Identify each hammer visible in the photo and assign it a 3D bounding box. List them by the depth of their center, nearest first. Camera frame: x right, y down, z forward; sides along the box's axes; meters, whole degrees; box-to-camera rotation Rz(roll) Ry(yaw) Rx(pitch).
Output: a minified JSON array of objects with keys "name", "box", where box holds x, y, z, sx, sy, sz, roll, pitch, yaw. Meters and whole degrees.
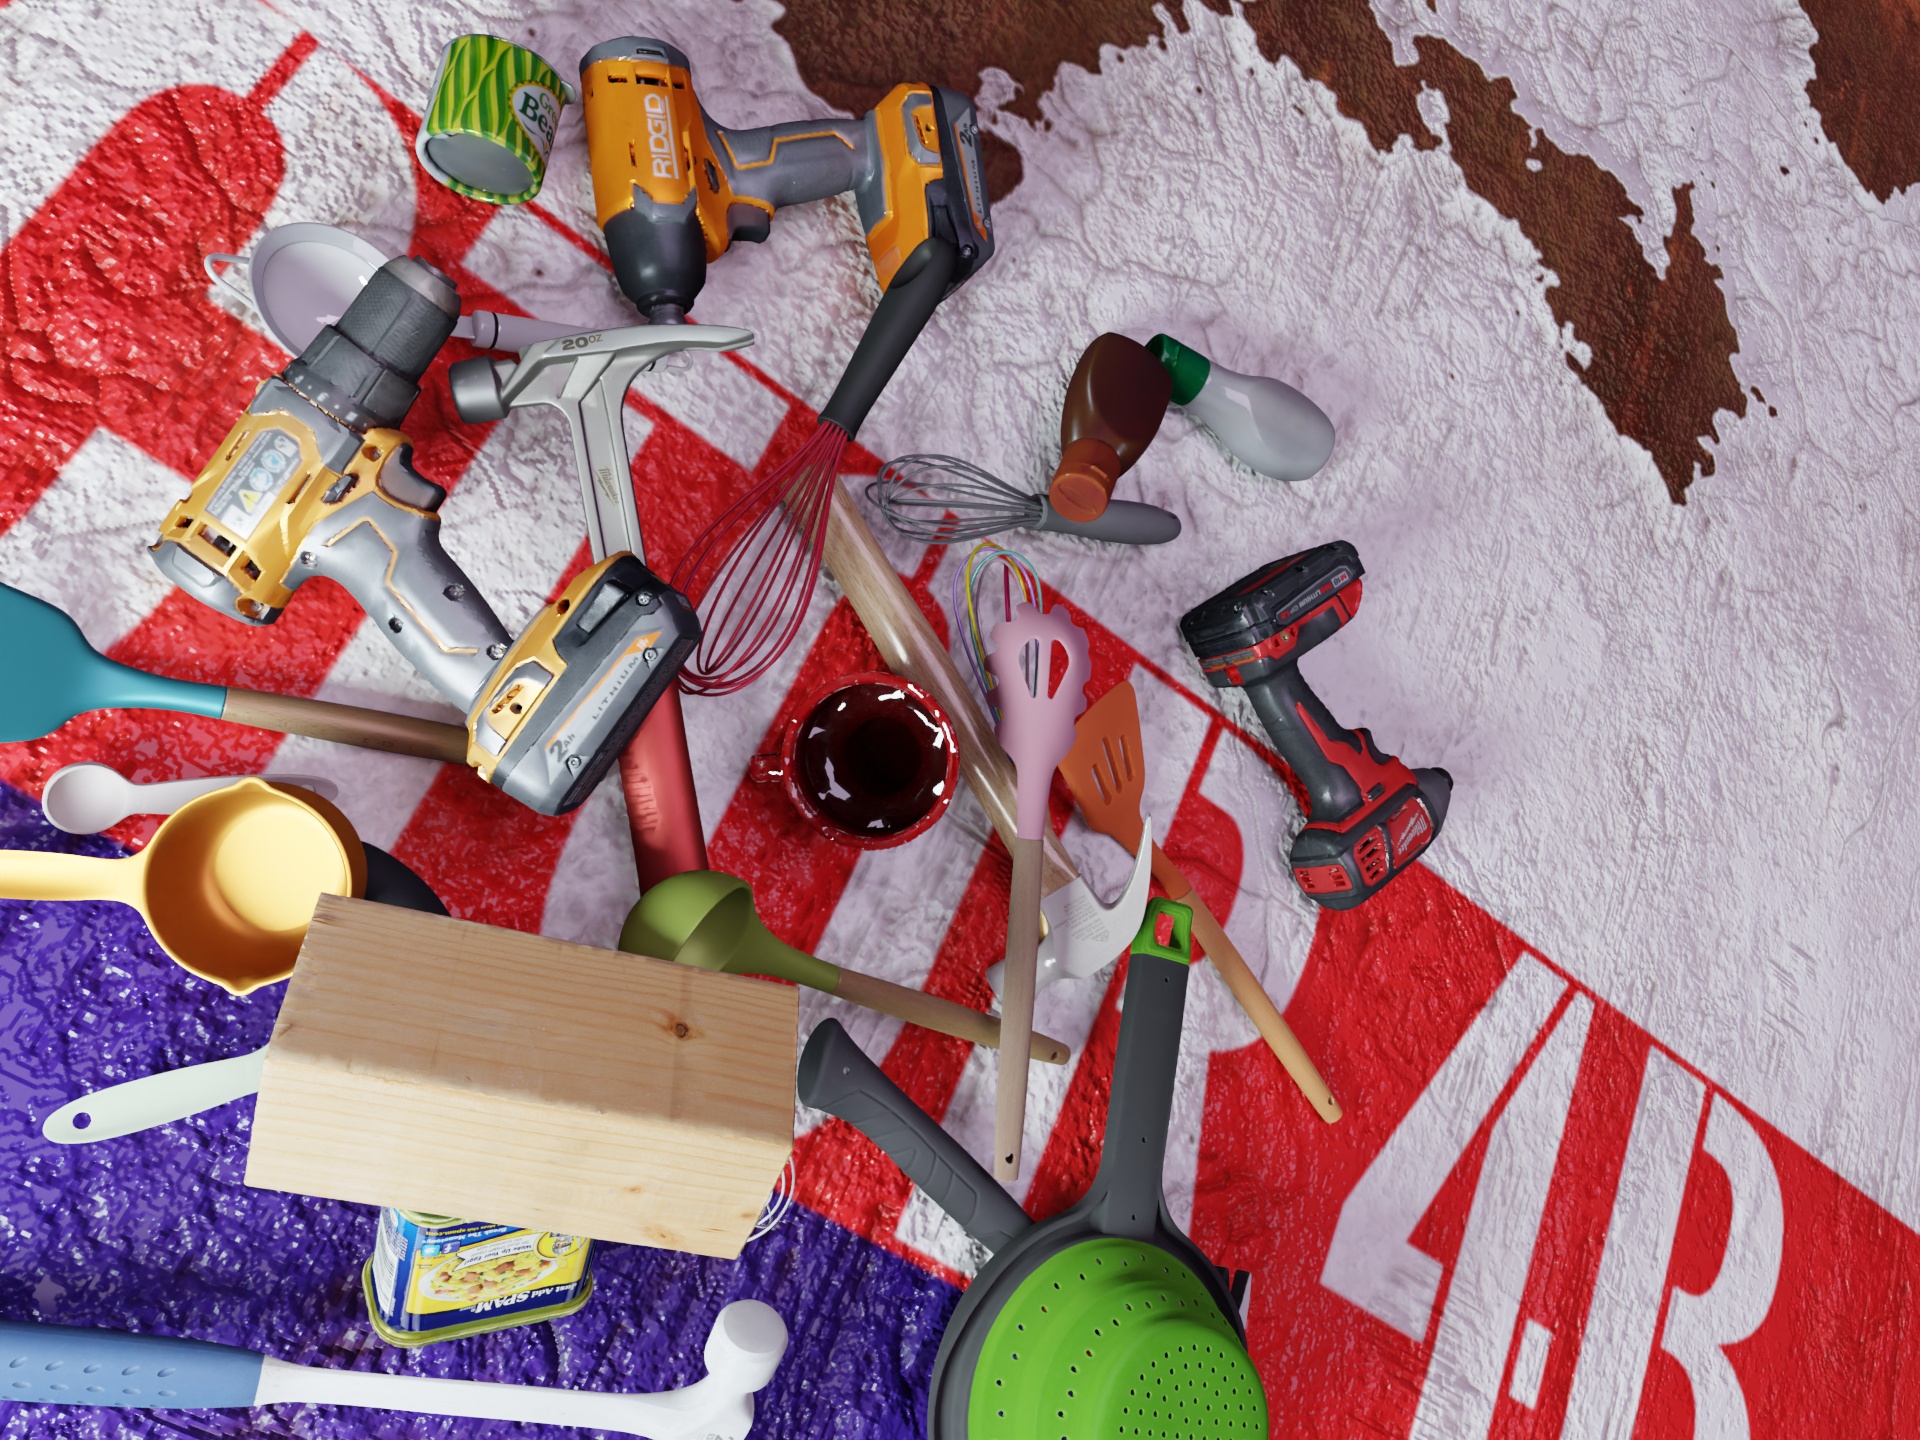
[{"name":"hammer","box":[-0.287,0.285,0.674,0.405,0.035,0.144,14,117,-20]},{"name":"hammer","box":[-0.150,-0.014,0.800,0.149,0.037,0.359,-9,95,-5]},{"name":"hammer","box":[0.034,0.286,0.892,0.334,0.035,0.146,47,61,-14]},{"name":"hammer","box":[-0.001,-0.003,0.912,0.130,0.031,0.331,-31,90,4]}]

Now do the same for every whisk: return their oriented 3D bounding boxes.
[{"name":"whisk","box":[-0.195,0.157,0.774,0.284,0.070,0.070,43,61,-10]},{"name":"whisk","box":[-0.078,-0.143,0.868,0.073,0.073,0.296,32,79,-21]},{"name":"whisk","box":[0.039,0.014,0.947,0.047,0.051,0.245,-7,88,-76]},{"name":"whisk","box":[0.046,-0.130,0.985,0.238,0.055,0.055,1,79,-36]}]

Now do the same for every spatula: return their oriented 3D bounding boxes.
[{"name":"spatula","box":[-0.315,-0.002,0.741,0.317,0.044,0.082,12,83,-30]},{"name":"spatula","box":[0.157,0.126,0.996,0.081,0.041,0.322,-42,103,-34]}]

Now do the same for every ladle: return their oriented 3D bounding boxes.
[{"name":"ladle","box":[-0.043,0.148,0.828,0.319,0.062,0.078,27,98,-40]}]

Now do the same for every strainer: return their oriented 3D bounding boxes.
[{"name":"strainer","box":[-0.255,-0.201,0.822,0.258,0.050,0.087,0,72,-36]}]

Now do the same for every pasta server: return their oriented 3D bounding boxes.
[{"name":"pasta server","box":[0.036,0.091,0.872,0.060,0.040,0.316,4,89,-3]}]

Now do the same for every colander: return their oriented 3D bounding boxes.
[{"name":"colander","box":[0.107,0.288,0.857,0.204,0.094,0.397,18,72,-25]}]

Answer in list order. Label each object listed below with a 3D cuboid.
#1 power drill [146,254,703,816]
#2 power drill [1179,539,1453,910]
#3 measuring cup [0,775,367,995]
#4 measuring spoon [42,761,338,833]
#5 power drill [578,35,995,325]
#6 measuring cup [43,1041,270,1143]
[{"name":"power drill","box":[-0.229,-0.086,0.732,0.226,0.084,0.185,35,91,-1]},{"name":"power drill","box":[0.249,0.001,1.060,0.143,0.078,0.219,-31,99,-32]},{"name":"measuring cup","box":[-0.353,0.068,0.705,0.173,0.052,0.095,4,92,-6]},{"name":"measuring spoon","box":[-0.351,0.032,0.730,0.124,0.018,0.034,0,115,-37]},{"name":"power drill","box":[-0.098,-0.294,0.914,0.226,0.084,0.164,-4,83,-27]},{"name":"measuring cup","box":[-0.315,0.157,0.711,0.167,0.038,0.083,-12,86,-30]}]
